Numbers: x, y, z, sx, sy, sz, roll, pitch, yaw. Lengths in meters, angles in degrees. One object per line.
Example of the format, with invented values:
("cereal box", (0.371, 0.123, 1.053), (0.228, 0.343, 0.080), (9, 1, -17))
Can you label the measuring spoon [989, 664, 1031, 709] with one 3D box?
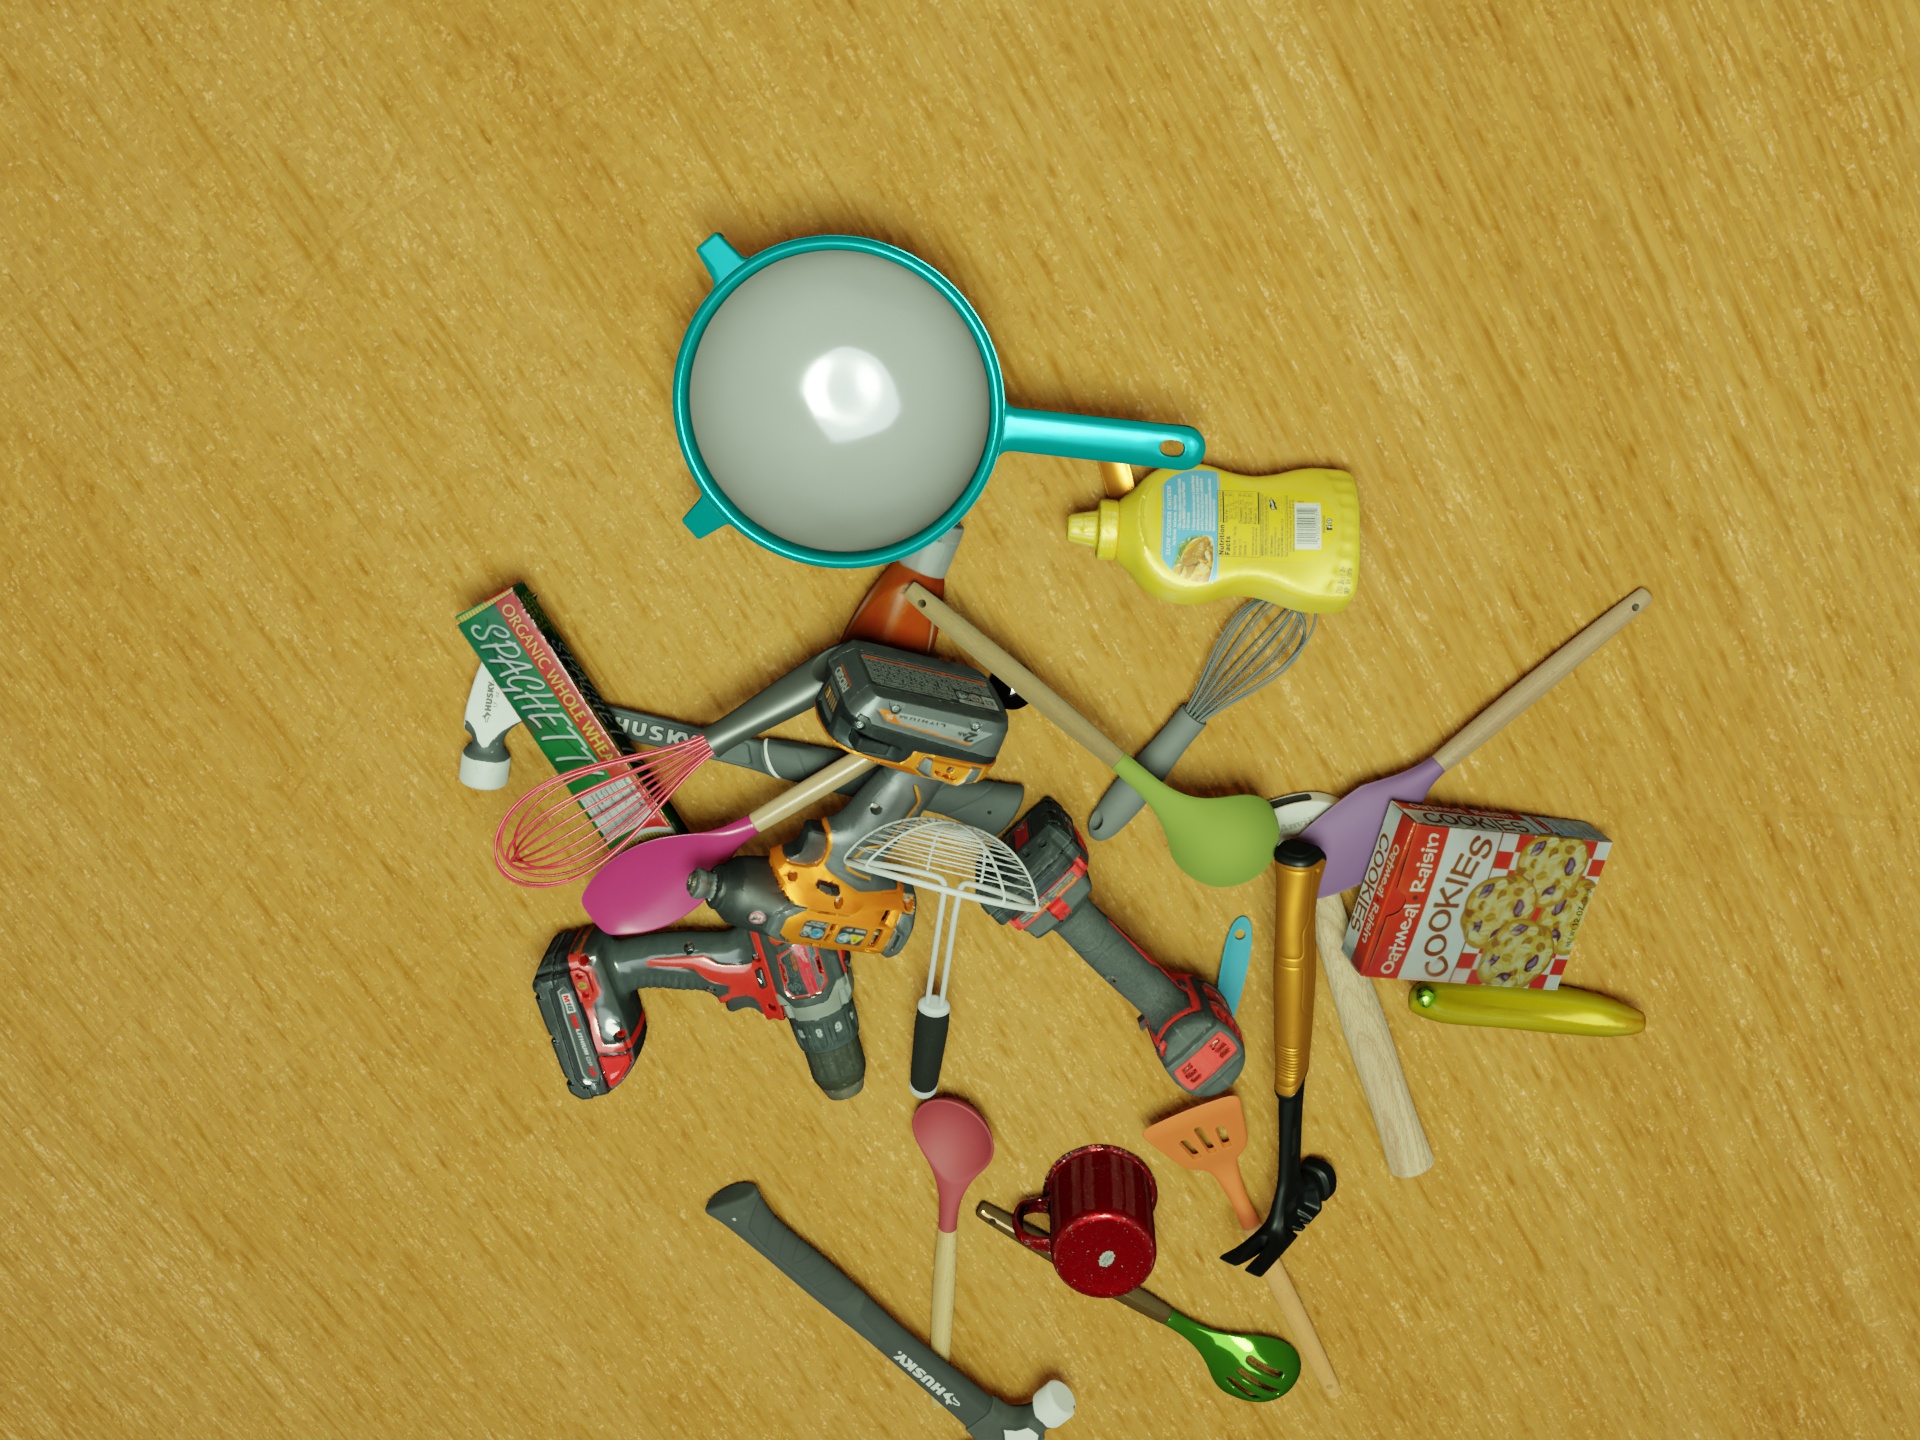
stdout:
("measuring spoon", (-0.002, -0.004, 1.135), (0.124, 0.018, 0.034), (-27, 95, -4))

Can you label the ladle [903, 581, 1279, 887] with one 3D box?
("ladle", (0.090, 0.006, 1.104), (0.320, 0.062, 0.078), (39, 115, -5))

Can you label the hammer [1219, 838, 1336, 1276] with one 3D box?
("hammer", (0.237, 0.242, 1.155), (0.034, 0.127, 0.336), (16, 120, 37))

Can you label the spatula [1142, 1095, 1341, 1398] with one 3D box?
("spatula", (0.242, 0.427, 1.274), (0.081, 0.041, 0.322), (-24, 107, 10))

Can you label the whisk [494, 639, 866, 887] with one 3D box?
("whisk", (-0.188, 0.026, 1.090), (0.296, 0.073, 0.073), (-31, 105, -2))

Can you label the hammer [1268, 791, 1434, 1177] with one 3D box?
("hammer", (0.299, 0.204, 1.200), (0.130, 0.031, 0.331), (-19, 107, 10))

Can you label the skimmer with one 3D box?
("skimmer", (-0.022, 0.187, 1.098), (0.127, 0.090, 0.363), (13, 138, 6))

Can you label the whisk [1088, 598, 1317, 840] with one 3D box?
("whisk", (0.167, 0.000, 1.130), (0.055, 0.055, 0.239), (35, 111, -9))

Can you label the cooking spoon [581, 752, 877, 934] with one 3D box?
("cooking spoon", (-0.124, 0.060, 1.125), (0.319, 0.017, 0.068), (-30, 118, 1))

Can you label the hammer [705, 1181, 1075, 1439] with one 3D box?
("hammer", (-0.075, 0.497, 1.303), (0.334, 0.035, 0.146), (42, 114, -6))

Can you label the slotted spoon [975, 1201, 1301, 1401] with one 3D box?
("slotted spoon", (0.146, 0.477, 1.304), (0.313, 0.031, 0.070), (32, 110, -6))

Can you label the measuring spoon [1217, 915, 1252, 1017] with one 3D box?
("measuring spoon", (0.203, 0.209, 1.218), (0.042, 0.021, 0.128), (9, 100, -5))

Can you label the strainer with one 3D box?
("strainer", (-0.012, -0.205, 1.045), (0.340, 0.095, 0.211), (6, 112, -2))

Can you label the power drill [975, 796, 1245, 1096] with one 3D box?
("power drill", (0.112, 0.164, 1.145), (0.078, 0.143, 0.219), (-44, 96, 7))

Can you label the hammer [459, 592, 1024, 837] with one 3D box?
("hammer", (-0.155, 0.018, 1.158), (0.409, 0.036, 0.149), (12, 108, -2))

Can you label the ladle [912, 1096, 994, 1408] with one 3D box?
("ladle", (-0.011, 0.436, 1.296), (0.069, 0.031, 0.315), (11, 112, 19))

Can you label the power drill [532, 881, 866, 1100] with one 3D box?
("power drill", (-0.188, 0.220, 1.208), (0.226, 0.080, 0.187), (-13, 107, 4))

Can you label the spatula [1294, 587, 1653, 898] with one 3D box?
("spatula", (0.359, 0.016, 1.122), (0.316, 0.018, 0.059), (-42, 99, 7))

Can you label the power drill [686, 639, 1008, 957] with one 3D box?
("power drill", (-0.080, 0.061, 1.081), (0.164, 0.084, 0.226), (12, 120, -27))

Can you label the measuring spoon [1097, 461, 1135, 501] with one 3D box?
("measuring spoon", (0.113, -0.150, 1.102), (0.021, 0.011, 0.117), (-20, 104, -5))
